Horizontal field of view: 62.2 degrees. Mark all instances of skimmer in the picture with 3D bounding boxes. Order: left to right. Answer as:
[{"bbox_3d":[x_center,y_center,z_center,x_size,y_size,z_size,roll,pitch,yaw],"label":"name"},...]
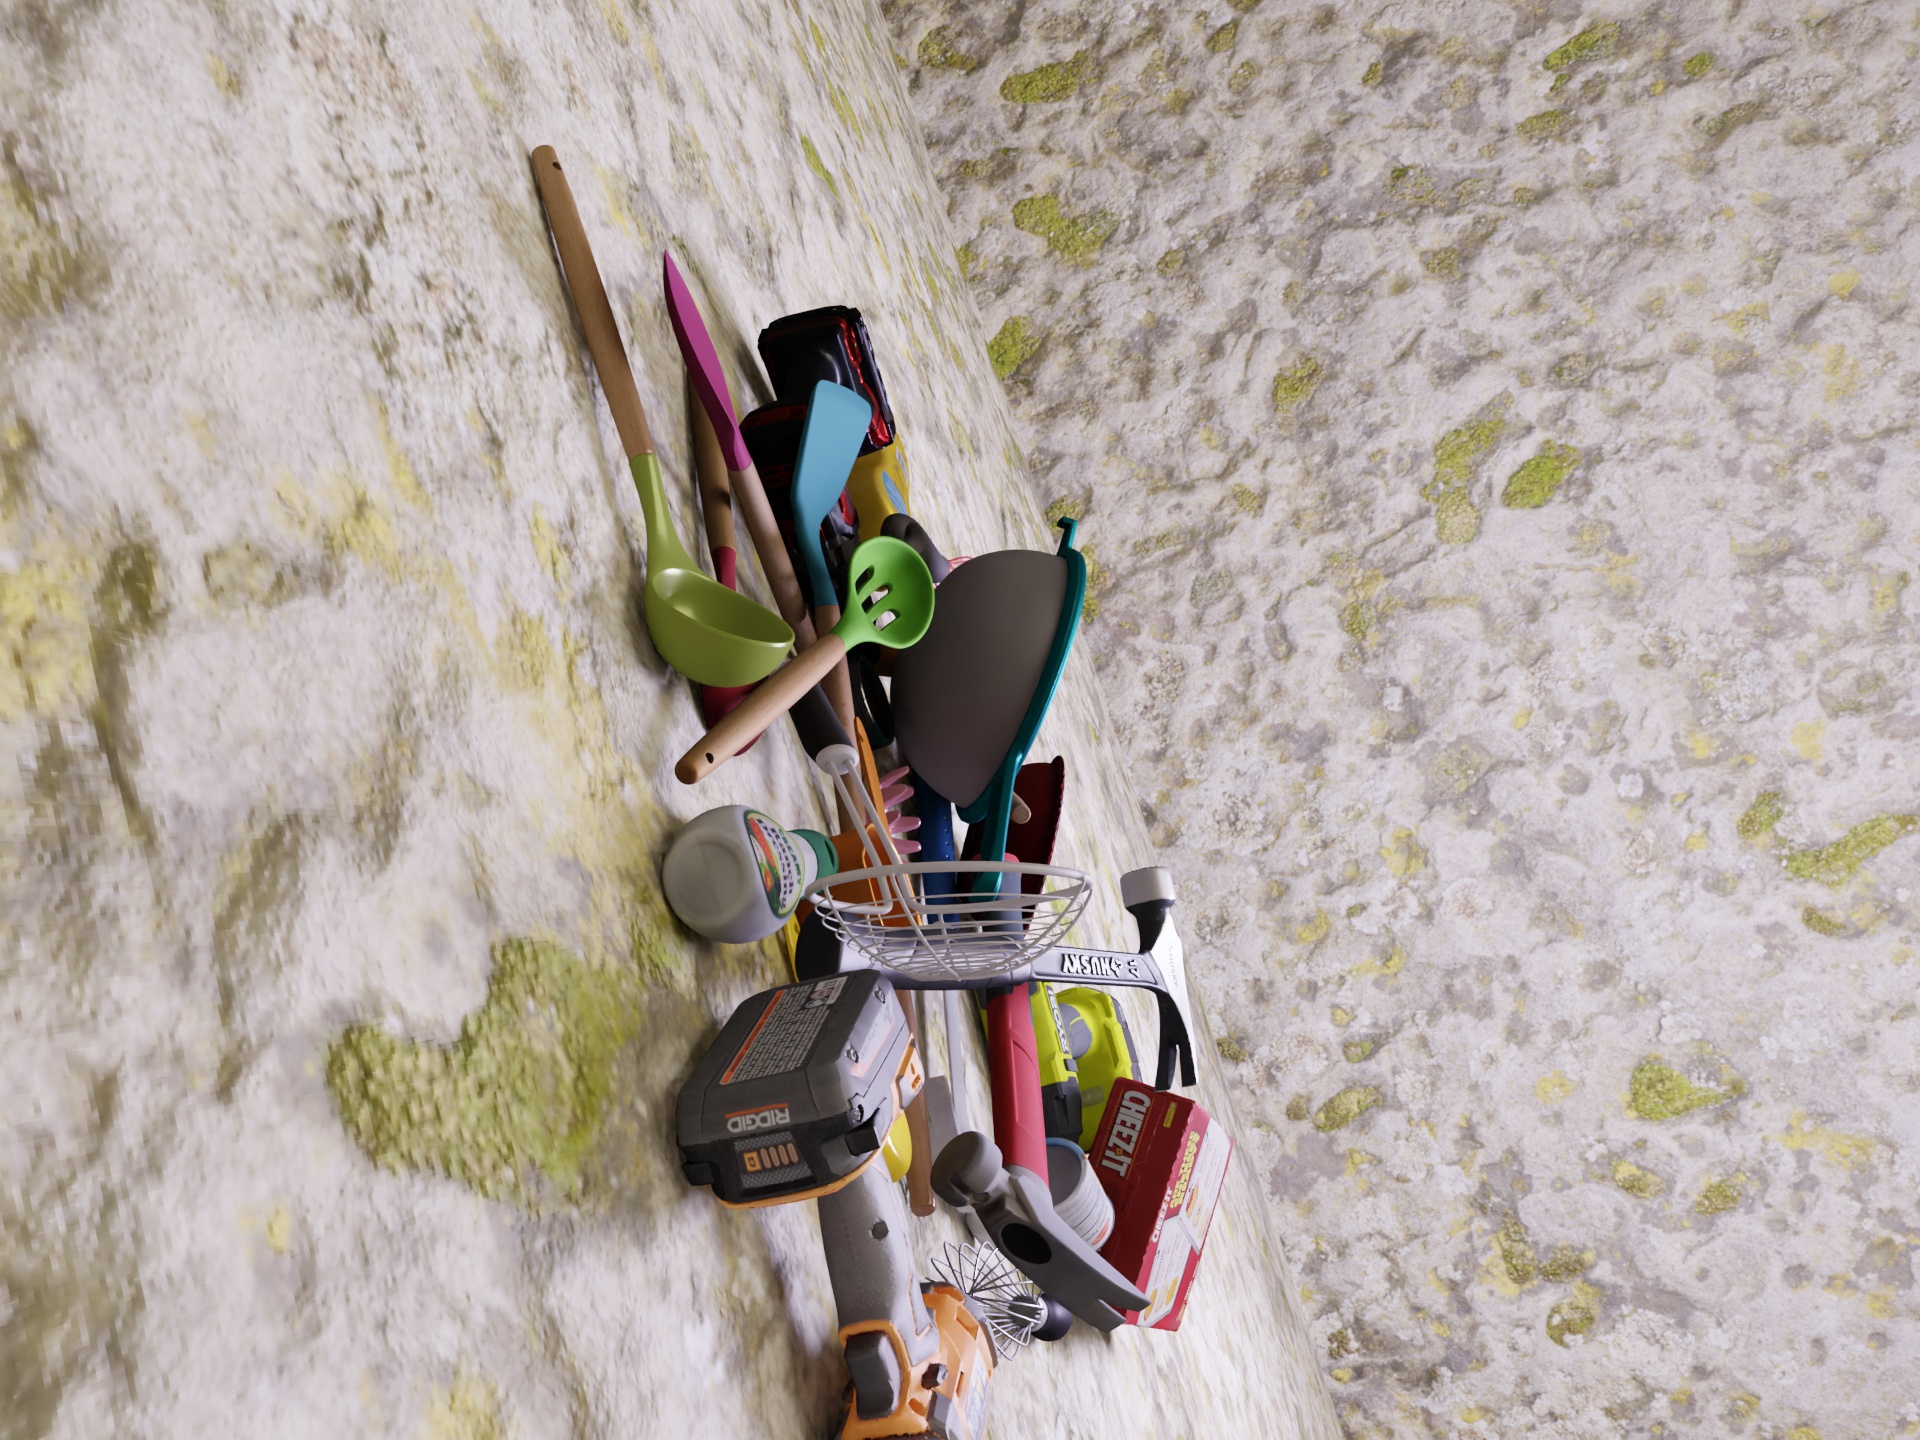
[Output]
[{"bbox_3d":[-0.043,0.022,0.813,0.364,0.127,0.090,-125,-138,-59],"label":"skimmer"}]

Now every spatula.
[{"bbox_3d":[-0.071,-0.047,0.987,0.082,0.044,0.317,4,78,-70],"label":"spatula"},{"bbox_3d":[0.016,0.049,1.213,0.316,0.018,0.060,-150,-103,-80],"label":"spatula"}]

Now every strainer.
[{"bbox_3d":[-0.002,-0.003,1.082,0.341,0.095,0.211,-80,-165,-55],"label":"strainer"}]

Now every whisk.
[{"bbox_3d":[-0.015,-0.114,1.251,0.295,0.073,0.073,32,40,-75],"label":"whisk"},{"bbox_3d":[0.034,0.352,0.946,0.284,0.070,0.070,60,15,-64],"label":"whisk"}]

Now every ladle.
[{"bbox_3d":[-0.163,-0.164,0.819,0.078,0.062,0.320,-2,69,-57],"label":"ladle"},{"bbox_3d":[-0.141,-0.114,0.927,0.069,0.031,0.316,60,13,-52],"label":"ladle"}]

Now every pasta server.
[{"bbox_3d":[-0.032,0.151,0.958,0.317,0.040,0.060,-100,180,-46],"label":"pasta server"}]

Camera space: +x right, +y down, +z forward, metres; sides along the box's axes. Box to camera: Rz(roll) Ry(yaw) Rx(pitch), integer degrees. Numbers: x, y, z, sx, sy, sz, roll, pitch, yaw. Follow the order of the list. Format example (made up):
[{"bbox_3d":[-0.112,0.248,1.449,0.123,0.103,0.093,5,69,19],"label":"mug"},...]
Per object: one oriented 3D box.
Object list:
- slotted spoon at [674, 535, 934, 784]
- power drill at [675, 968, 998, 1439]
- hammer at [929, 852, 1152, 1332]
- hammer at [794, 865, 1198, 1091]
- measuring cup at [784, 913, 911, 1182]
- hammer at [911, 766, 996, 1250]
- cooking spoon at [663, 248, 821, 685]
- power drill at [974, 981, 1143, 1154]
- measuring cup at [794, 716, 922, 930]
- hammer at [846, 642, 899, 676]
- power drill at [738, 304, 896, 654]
[{"bbox_3d":[-0.081,-0.034,0.877,0.070,0.031,0.314,62,26,-12],"label":"slotted spoon"},{"bbox_3d":[-0.045,0.240,0.661,0.185,0.084,0.226,-59,134,-74],"label":"power drill"},{"bbox_3d":[0.041,0.199,0.991,0.143,0.038,0.387,45,16,-18],"label":"hammer"},{"bbox_3d":[0.039,0.145,0.920,0.408,0.036,0.149,16,60,-56],"label":"hammer"},{"bbox_3d":[-0.060,0.168,0.831,0.062,0.029,0.156,-4,78,-79],"label":"measuring cup"},{"bbox_3d":[-0.012,0.151,1.098,0.406,0.035,0.143,-96,164,-50],"label":"hammer"},{"bbox_3d":[-0.123,-0.131,0.932,0.318,0.017,0.069,74,0,-47],"label":"cooking spoon"},{"bbox_3d":[0.080,0.277,1.258,0.223,0.080,0.171,38,34,-65],"label":"power drill"},{"bbox_3d":[-0.067,0.073,0.911,0.095,0.052,0.174,58,15,-51],"label":"measuring cup"},{"bbox_3d":[-0.040,-0.044,1.302,0.337,0.034,0.127,2,68,-79],"label":"hammer"},{"bbox_3d":[-0.095,-0.174,1.132,0.227,0.080,0.187,-89,165,-52],"label":"power drill"}]
